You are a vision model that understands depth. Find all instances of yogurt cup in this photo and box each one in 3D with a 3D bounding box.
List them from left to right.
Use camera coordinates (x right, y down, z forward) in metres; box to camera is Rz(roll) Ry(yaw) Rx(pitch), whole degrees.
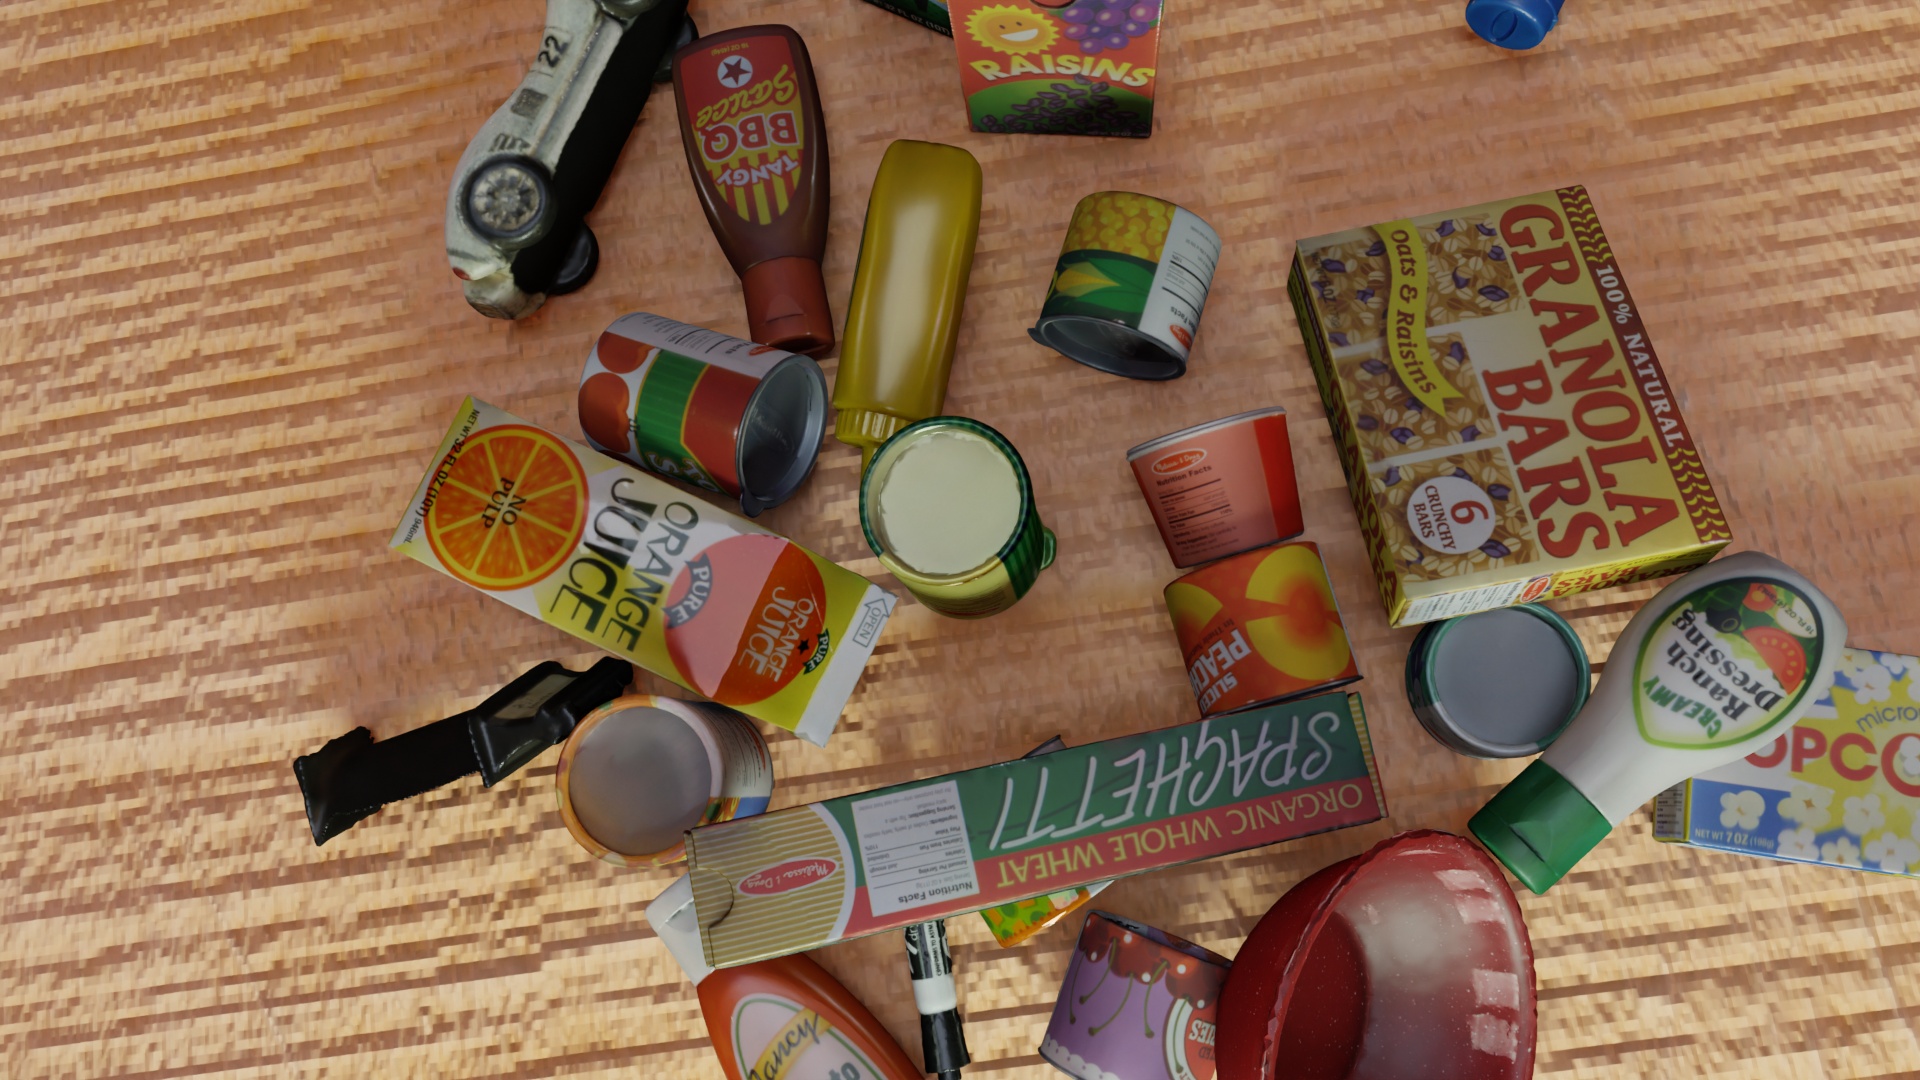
[{"bbox_3d":[0.108,-0.021,0.573,0.072,0.072,0.054,-16,87,2],"label":"yogurt cup"}]

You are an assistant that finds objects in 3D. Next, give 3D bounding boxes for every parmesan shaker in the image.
[{"bbox_3d":[0.002,-0.007,0.558,0.071,0.103,0.071,-1,80,5],"label":"parmesan shaker"}]

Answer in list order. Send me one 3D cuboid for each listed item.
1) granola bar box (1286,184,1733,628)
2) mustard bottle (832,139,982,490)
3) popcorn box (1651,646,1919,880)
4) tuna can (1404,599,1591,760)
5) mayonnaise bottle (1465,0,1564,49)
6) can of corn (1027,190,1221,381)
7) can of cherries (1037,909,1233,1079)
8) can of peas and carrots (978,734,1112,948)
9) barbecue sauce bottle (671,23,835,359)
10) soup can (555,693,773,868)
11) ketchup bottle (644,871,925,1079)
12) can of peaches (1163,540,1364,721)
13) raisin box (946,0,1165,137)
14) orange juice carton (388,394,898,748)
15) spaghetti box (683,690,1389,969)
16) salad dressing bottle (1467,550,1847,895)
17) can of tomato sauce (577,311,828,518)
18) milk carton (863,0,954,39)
[{"bbox_3d":[0.215,-0.056,0.564,0.124,0.039,0.166,-11,66,3],"label":"granola bar box"},{"bbox_3d":[-0.026,-0.088,0.597,0.049,0.065,0.160,11,85,3],"label":"mustard bottle"},{"bbox_3d":[0.344,0.085,0.543,0.127,0.038,0.085,8,79,6],"label":"popcorn box"},{"bbox_3d":[0.219,0.053,0.563,0.071,0.033,0.071,-1,80,5],"label":"tuna can"},{"bbox_3d":[0.271,-0.289,0.609,0.041,0.064,0.148,28,87,8],"label":"mayonnaise bottle"},{"bbox_3d":[0.070,-0.108,0.591,0.071,0.071,0.058,17,81,8],"label":"can of corn"},{"bbox_3d":[0.073,0.182,0.535,0.071,0.071,0.058,20,81,8],"label":"can of cherries"},{"bbox_3d":[0.027,0.121,0.553,0.071,0.071,0.059,-34,79,-1],"label":"can of peas and carrots"},{"bbox_3d":[-0.087,-0.154,0.624,0.065,0.043,0.148,-12,79,2],"label":"barbecue sauce bottle"},{"bbox_3d":[-0.119,0.098,0.560,0.071,0.083,0.071,-1,80,5],"label":"soup can"},{"bbox_3d":[-0.070,0.198,0.558,0.065,0.043,0.149,-39,78,-2],"label":"ketchup bottle"},{"bbox_3d":[0.119,0.038,0.557,0.071,0.071,0.058,-15,78,2],"label":"can of peaches"},{"bbox_3d":[0.041,-0.214,0.583,0.086,0.123,0.040,5,80,6],"label":"raisin box"},{"bbox_3d":[-0.127,0.015,0.581,0.193,0.073,0.072,24,83,8],"label":"orange juice carton"},{"bbox_3d":[0.029,0.104,0.505,0.250,0.028,0.050,-11,77,-6],"label":"spaghetti box"},{"bbox_3d":[0.256,0.069,0.517,0.147,0.044,0.064,-45,73,4],"label":"salad dressing bottle"},{"bbox_3d":[-0.109,-0.054,0.588,0.083,0.071,0.071,18,82,22],"label":"can of tomato sauce"},{"bbox_3d":[-0.014,-0.291,0.568,0.072,0.190,0.073,27,83,9],"label":"milk carton"}]
